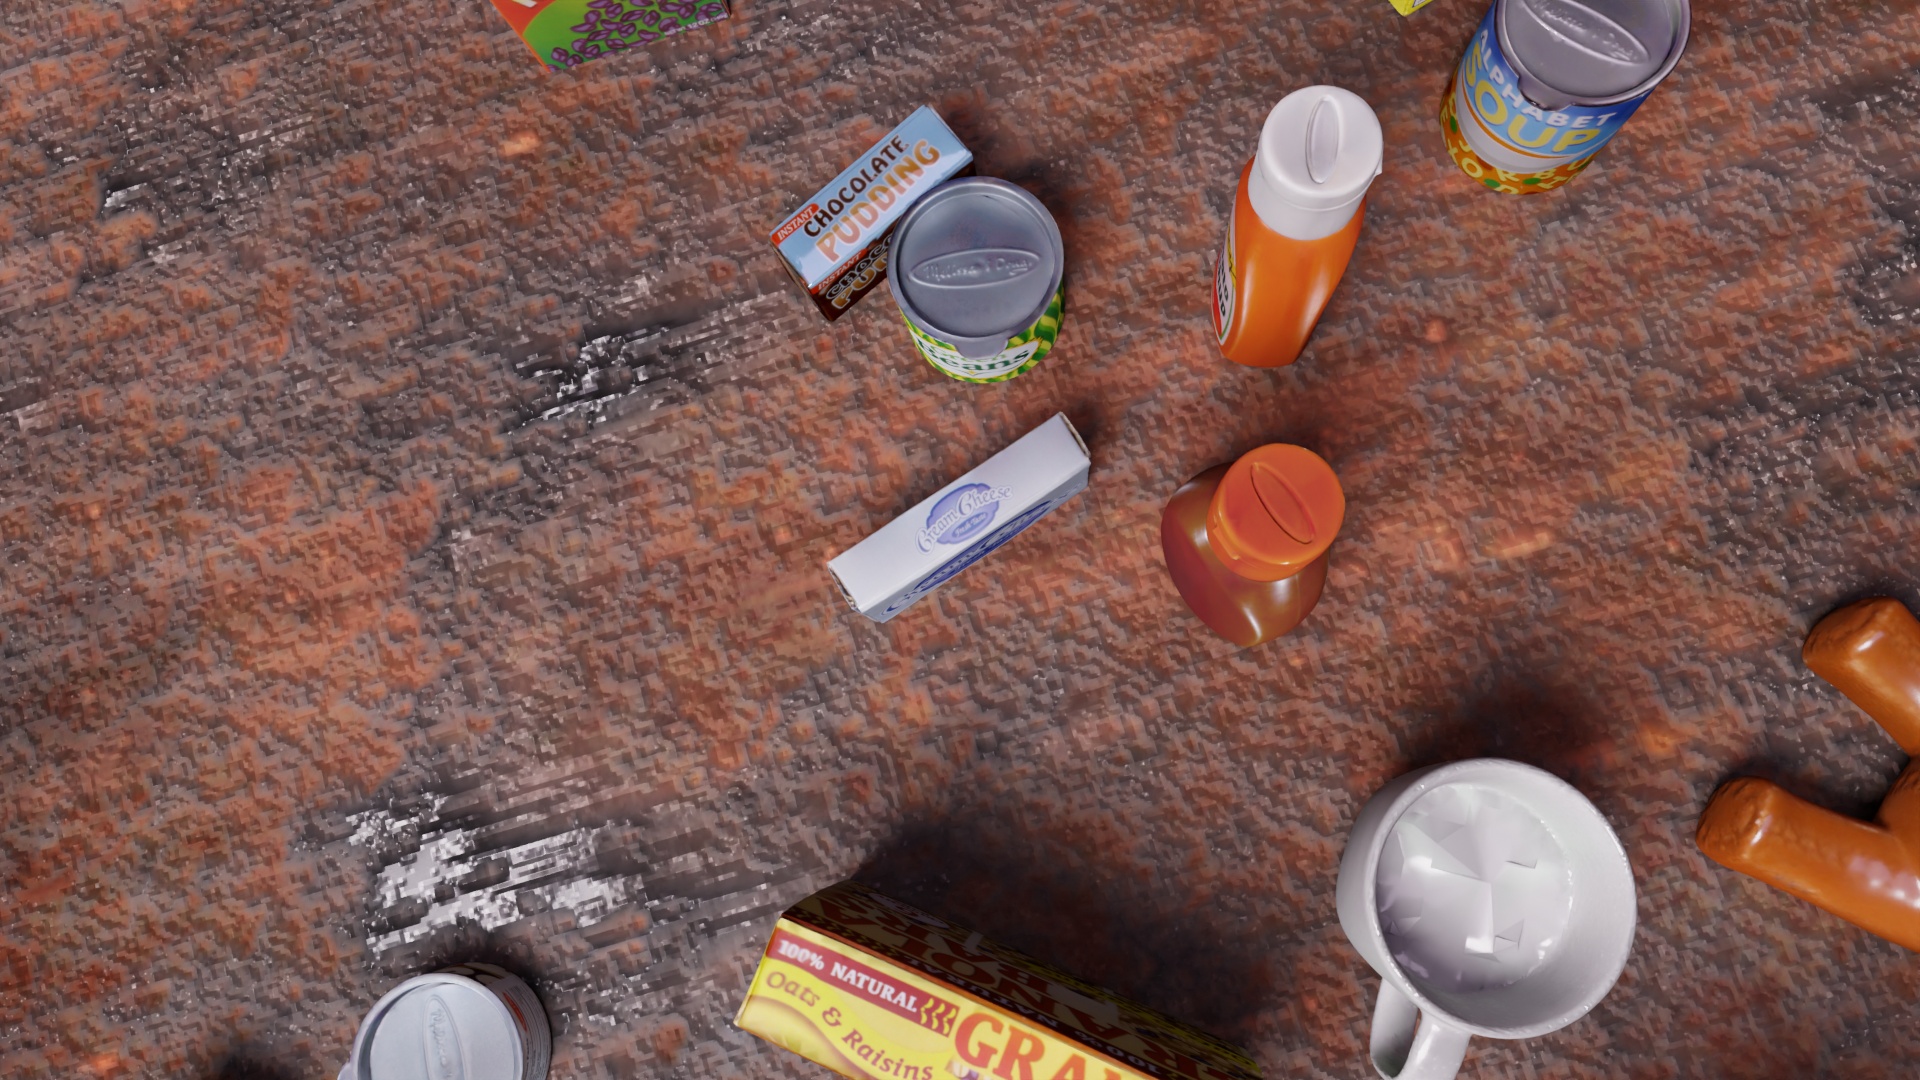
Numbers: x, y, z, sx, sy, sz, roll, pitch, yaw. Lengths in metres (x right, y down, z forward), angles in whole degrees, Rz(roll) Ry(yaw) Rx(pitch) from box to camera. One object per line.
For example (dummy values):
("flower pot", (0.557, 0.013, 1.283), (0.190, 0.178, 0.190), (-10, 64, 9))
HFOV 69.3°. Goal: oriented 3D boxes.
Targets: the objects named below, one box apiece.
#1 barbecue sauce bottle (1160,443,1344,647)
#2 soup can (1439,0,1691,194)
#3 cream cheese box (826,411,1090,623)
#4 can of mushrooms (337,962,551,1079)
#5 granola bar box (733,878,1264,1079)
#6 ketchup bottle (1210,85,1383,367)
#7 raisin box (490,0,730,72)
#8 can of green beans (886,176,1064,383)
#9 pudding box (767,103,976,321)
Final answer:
("barbecue sauce bottle", (0.098, 0.001, 0.471), (0.044, 0.148, 0.065), (-33, 80, 0))
("soup can", (0.221, -0.174, 0.522), (0.071, 0.083, 0.071), (-1, 81, 5))
("cream cheese box", (0.002, -0.007, 0.529), (0.104, 0.053, 0.024), (-33, 80, -1))
("can of mushrooms", (-0.193, 0.195, 0.524), (0.071, 0.033, 0.071), (-1, 81, 5))
("granola bar box", (0.020, 0.166, 0.464), (0.166, 0.124, 0.039), (21, 84, 8))
("ketchup bottle", (0.116, -0.109, 0.488), (0.043, 0.148, 0.065), (5, 82, 6))
("raisin box", (-0.150, -0.239, 0.545), (0.086, 0.123, 0.040), (-15, 80, 3))
("can of green beans", (0.008, -0.100, 0.542), (0.071, 0.057, 0.071), (-1, 81, 5))
("pudding box", (-0.033, -0.130, 0.554), (0.084, 0.049, 0.030), (-40, 80, -2))
